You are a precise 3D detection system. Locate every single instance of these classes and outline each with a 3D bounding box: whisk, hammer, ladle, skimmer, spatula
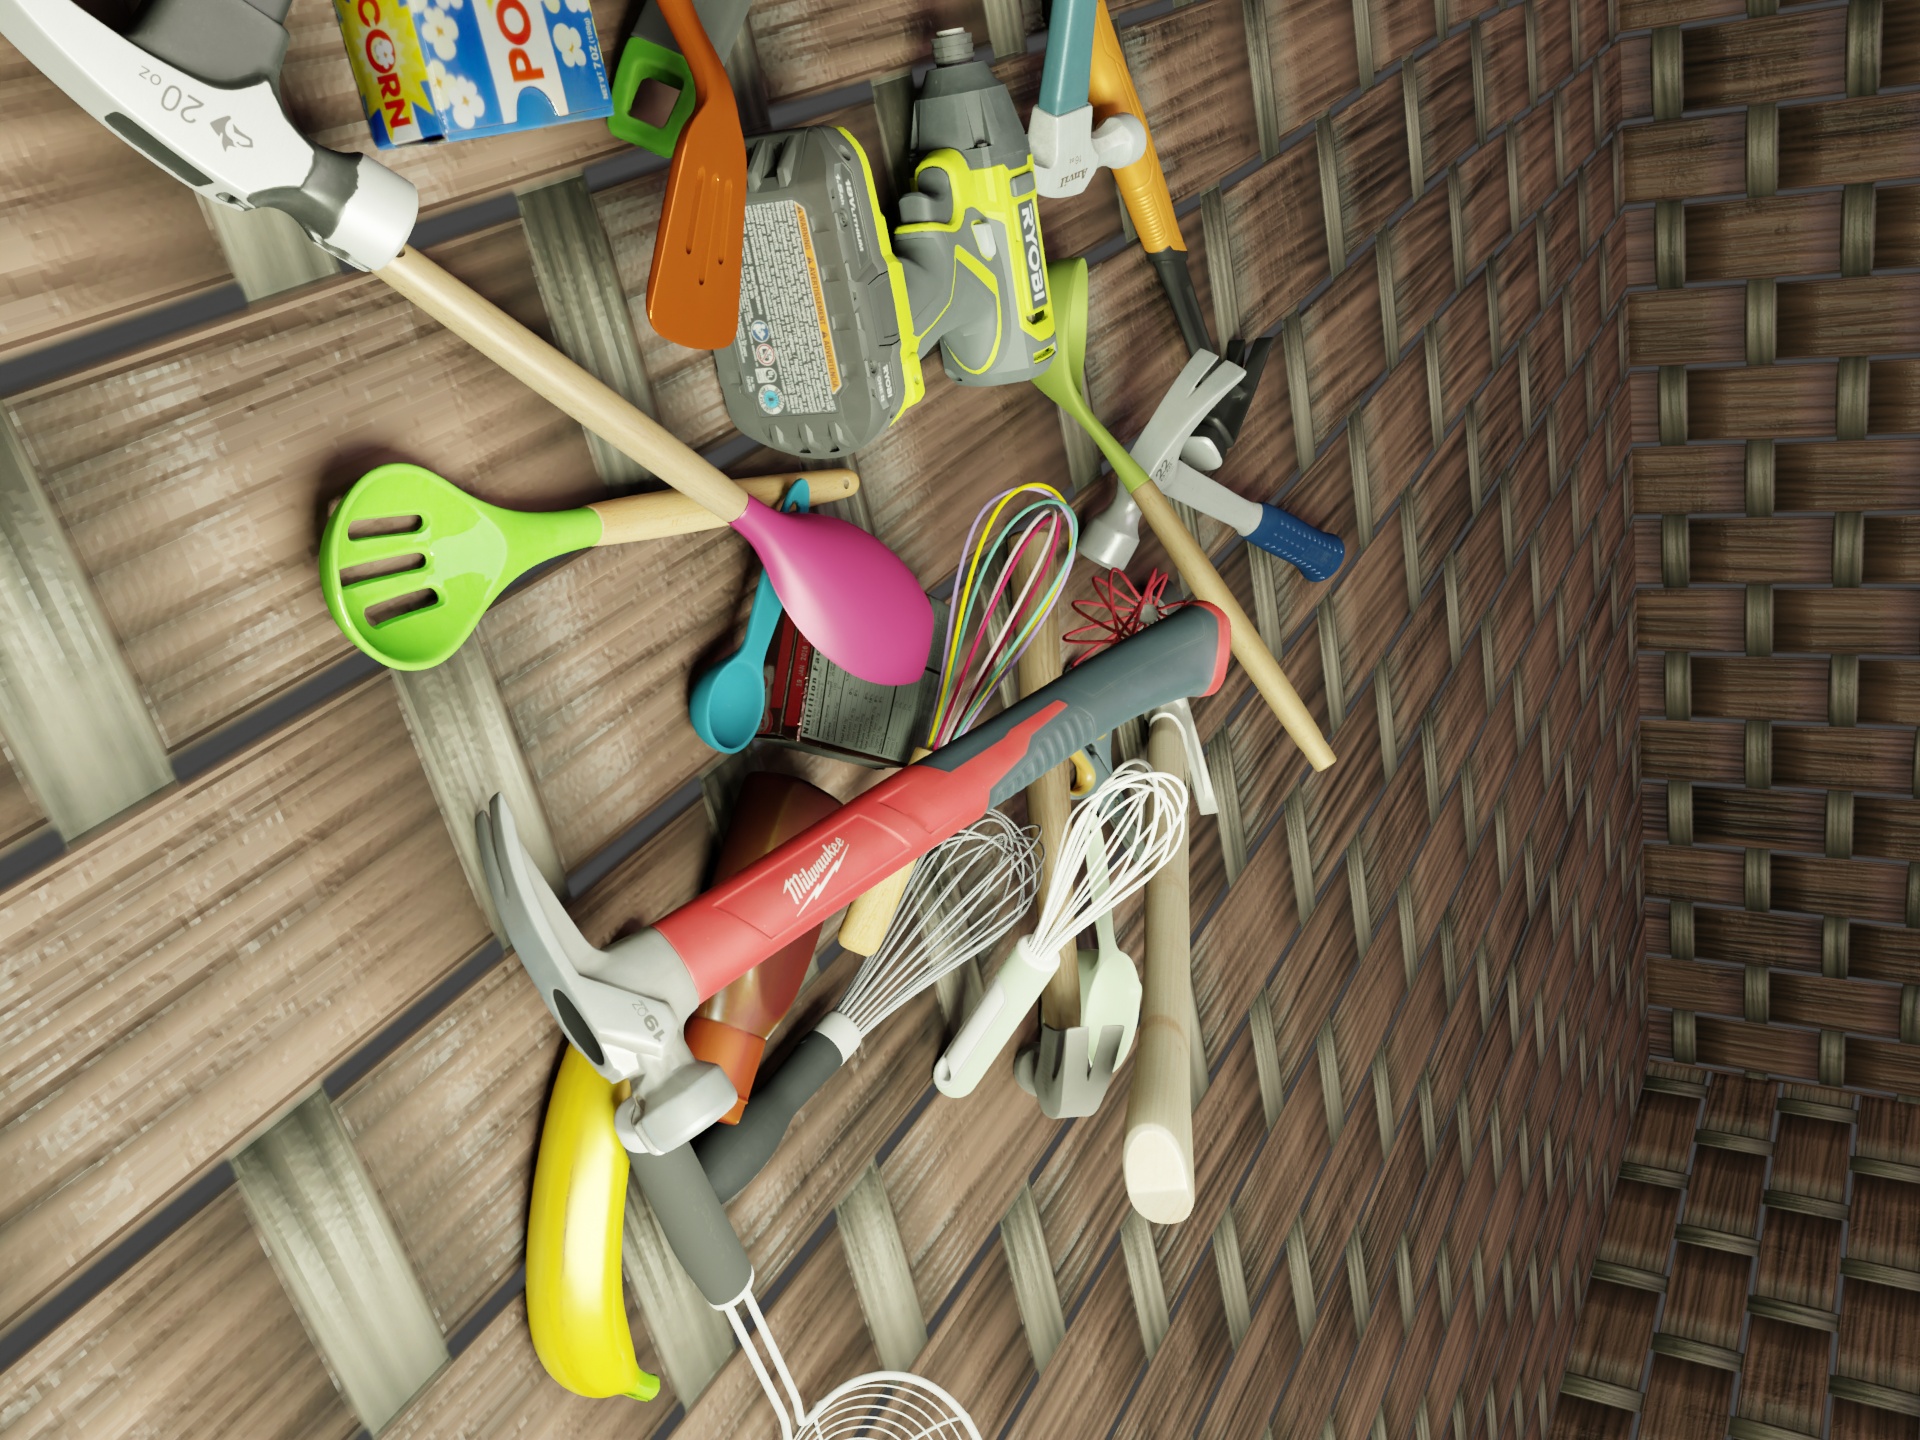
[{"bbox_3d":[0.043,0.114,0.812,0.059,0.058,0.246,6,129,-32],"label":"whisk"},{"bbox_3d":[0.051,0.058,0.896,0.130,0.031,0.331,171,-84,-78],"label":"hammer"},{"bbox_3d":[0.122,0.118,0.924,0.411,0.038,0.146,-79,154,-54],"label":"hammer"},{"bbox_3d":[0.206,-0.150,1.129,0.144,0.035,0.405,-61,154,12],"label":"hammer"},{"bbox_3d":[-0.173,-0.316,0.464,0.146,0.035,0.335,27,81,-43],"label":"hammer"},{"bbox_3d":[0.125,-0.115,0.884,0.320,0.062,0.078,57,11,3],"label":"ladle"},{"bbox_3d":[-0.061,0.289,0.699,0.127,0.090,0.362,-54,143,-39],"label":"skimmer"},{"bbox_3d":[0.129,-0.324,1.023,0.336,0.034,0.127,58,47,-43],"label":"hammer"},{"bbox_3d":[0.109,-0.061,0.941,0.296,0.073,0.073,-35,124,-75],"label":"whisk"},{"bbox_3d":[-0.015,0.018,0.688,0.386,0.038,0.143,-31,88,-38],"label":"hammer"},{"bbox_3d":[0.065,-0.420,0.792,0.128,0.033,0.330,-34,146,-33],"label":"hammer"},{"bbox_3d":[0.001,-0.002,0.765,0.047,0.051,0.245,36,75,-60],"label":"whisk"},{"bbox_3d":[-0.044,0.135,0.780,0.285,0.070,0.070,-44,129,-41],"label":"whisk"},{"bbox_3d":[-0.126,-0.299,0.580,0.081,0.041,0.322,-33,108,-73],"label":"spatula"}]

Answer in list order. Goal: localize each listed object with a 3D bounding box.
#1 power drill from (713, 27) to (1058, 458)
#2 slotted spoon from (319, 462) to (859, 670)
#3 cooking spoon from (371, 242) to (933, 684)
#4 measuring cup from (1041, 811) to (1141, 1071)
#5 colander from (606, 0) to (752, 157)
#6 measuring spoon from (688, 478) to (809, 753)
[{"bbox_3d":[-0.029,-0.225,0.746,0.223,0.080,0.171,-44,130,-52],"label":"power drill"},{"bbox_3d":[-0.131,-0.079,0.638,0.314,0.031,0.070,-25,111,-57],"label":"slotted spoon"},{"bbox_3d":[-0.108,-0.098,0.637,0.318,0.017,0.069,34,58,-44],"label":"cooking spoon"},{"bbox_3d":[0.074,0.136,0.981,0.083,0.038,0.167,-24,111,-55],"label":"measuring cup"},{"bbox_3d":[-0.051,-0.409,0.669,0.094,0.204,0.397,146,-33,-88],"label":"colander"},{"bbox_3d":[-0.093,-0.048,0.700,0.042,0.021,0.129,39,63,-60],"label":"measuring spoon"}]
